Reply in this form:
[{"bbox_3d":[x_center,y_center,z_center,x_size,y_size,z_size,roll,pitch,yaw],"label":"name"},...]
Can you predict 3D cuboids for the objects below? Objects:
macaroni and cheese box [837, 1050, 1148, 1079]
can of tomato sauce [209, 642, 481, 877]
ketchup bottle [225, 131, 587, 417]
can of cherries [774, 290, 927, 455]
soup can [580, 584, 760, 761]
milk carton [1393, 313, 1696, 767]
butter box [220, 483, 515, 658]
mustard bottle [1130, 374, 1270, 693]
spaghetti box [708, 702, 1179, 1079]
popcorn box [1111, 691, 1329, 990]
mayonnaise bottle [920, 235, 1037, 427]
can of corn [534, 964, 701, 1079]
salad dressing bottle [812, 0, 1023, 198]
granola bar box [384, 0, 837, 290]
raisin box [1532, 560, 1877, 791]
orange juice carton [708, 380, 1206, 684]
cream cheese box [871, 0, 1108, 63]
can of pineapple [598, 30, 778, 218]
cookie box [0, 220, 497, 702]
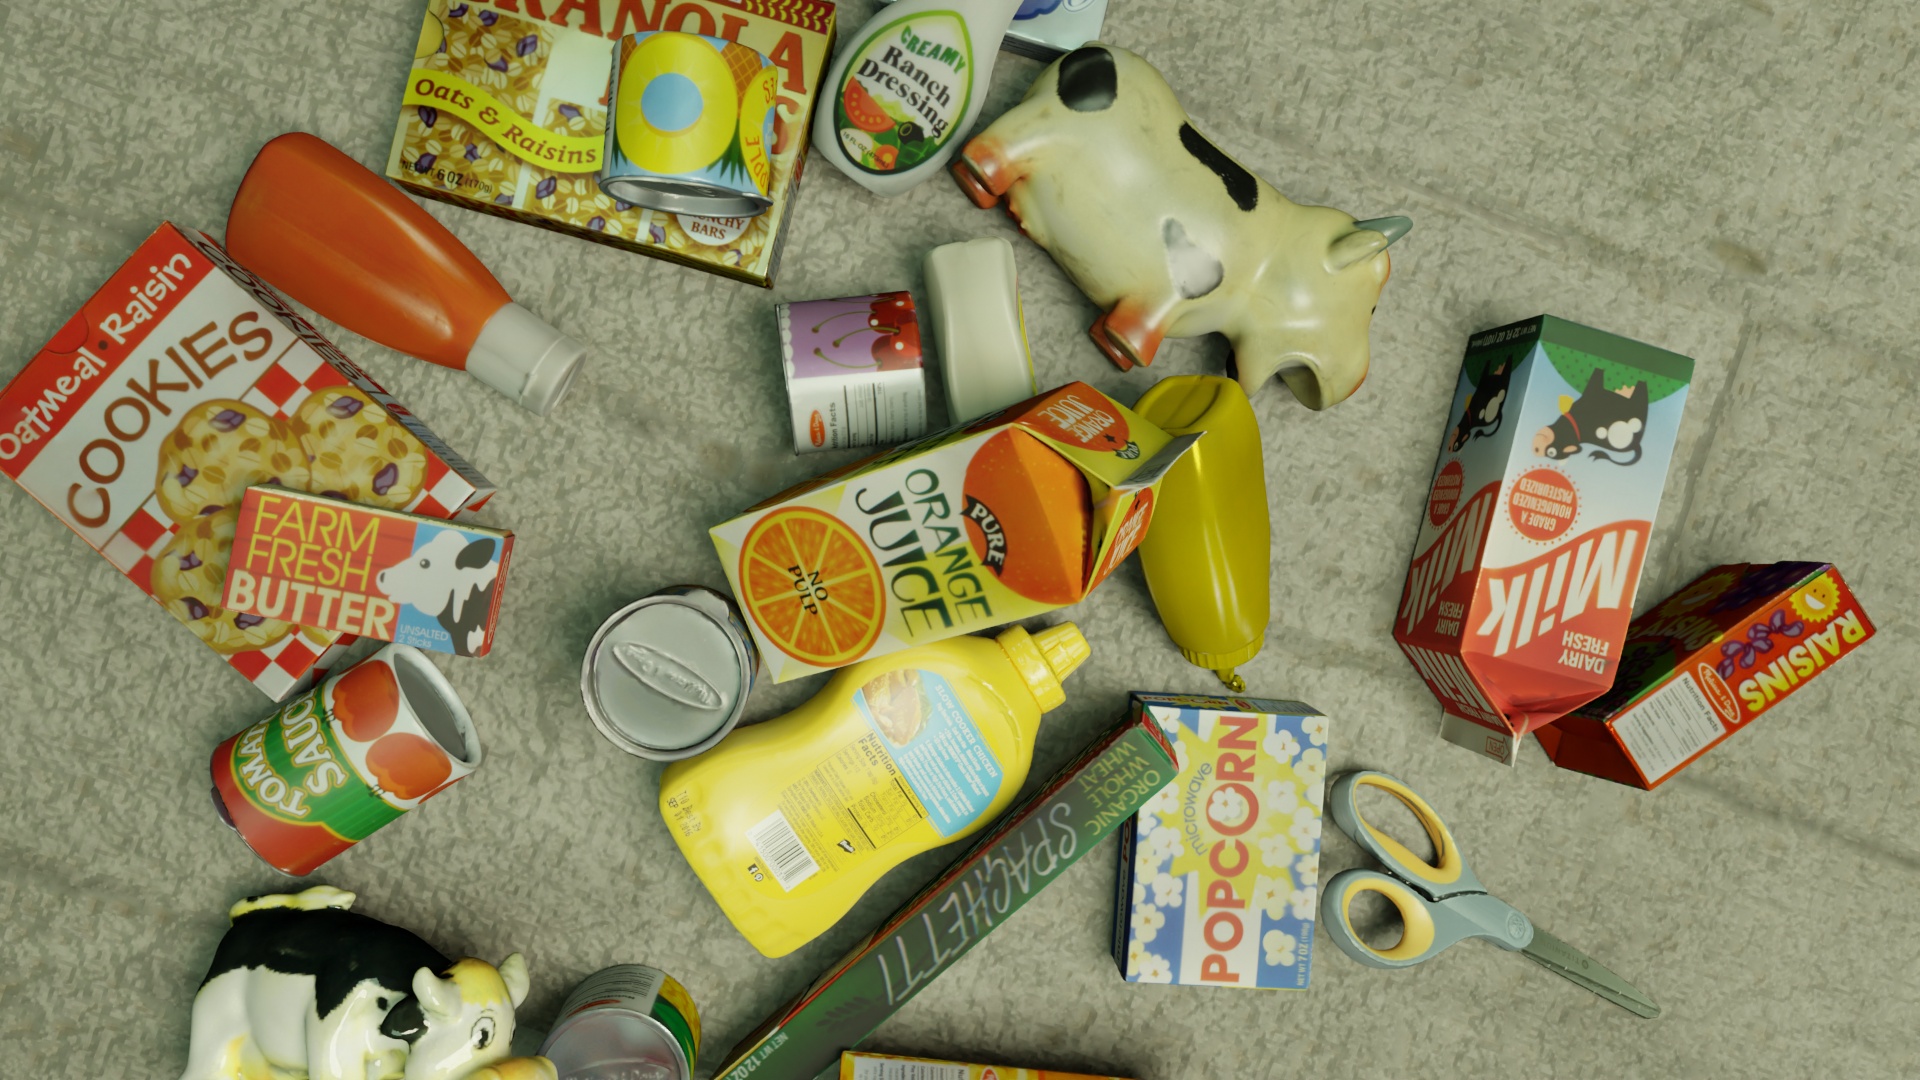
[{"bbox_3d":[0.024,0.279,0.597,0.166,0.040,0.123,7,123,-6],"label":"macaroni and cheese box"},{"bbox_3d":[-0.256,0.090,0.582,0.083,0.071,0.071,-32,94,-4],"label":"can of tomato sauce"},{"bbox_3d":[-0.232,-0.107,0.591,0.149,0.044,0.064,33,116,-6],"label":"ketchup bottle"},{"bbox_3d":[-0.047,-0.075,0.601,0.058,0.071,0.071,-8,92,-5],"label":"can of cherries"},{"bbox_3d":[-0.118,0.051,0.586,0.071,0.084,0.071,0,92,-5],"label":"soup can"},{"bbox_3d":[0.254,0.003,0.624,0.073,0.072,0.190,15,90,-5],"label":"milk carton"},{"bbox_3d":[-0.240,0.012,0.566,0.103,0.024,0.053,11,91,-7],"label":"butter box"},{"bbox_3d":[0.107,0.008,0.606,0.066,0.049,0.159,-47,135,-40],"label":"mustard bottle"},{"bbox_3d":[-0.008,0.162,0.595,0.250,0.050,0.029,-41,86,6],"label":"spaghetti box"},{"bbox_3d":[0.117,0.136,0.631,0.085,0.038,0.126,4,91,-4],"label":"popcorn box"},{"bbox_3d":[0.016,-0.056,0.609,0.041,0.065,0.148,-11,96,0],"label":"mayonnaise bottle"},{"bbox_3d":[-0.147,0.227,0.600,0.071,0.058,0.071,0,91,-5],"label":"can of corn"},{"bbox_3d":[-0.004,-0.217,0.590,0.064,0.044,0.147,35,107,-11],"label":"salad dressing bottle"},{"bbox_3d":[-0.148,-0.191,0.602,0.166,0.039,0.124,14,90,-5],"label":"granola bar box"},{"bbox_3d":[0.326,0.057,0.624,0.123,0.086,0.040,-33,89,-3],"label":"raisin box"},{"bbox_3d":[0.002,-0.007,0.553,0.192,0.072,0.073,-17,99,31],"label":"orange juice carton"},{"bbox_3d":[0.016,-0.251,0.623,0.104,0.024,0.053,13,91,-5],"label":"cream cheese box"},{"bbox_3d":[-0.106,-0.163,0.552,0.071,0.071,0.058,5,92,-5],"label":"can of pineapple"},{"bbox_3d":[-0.306,-0.033,0.590,0.167,0.040,0.123,42,88,-5],"label":"cookie box"}]
